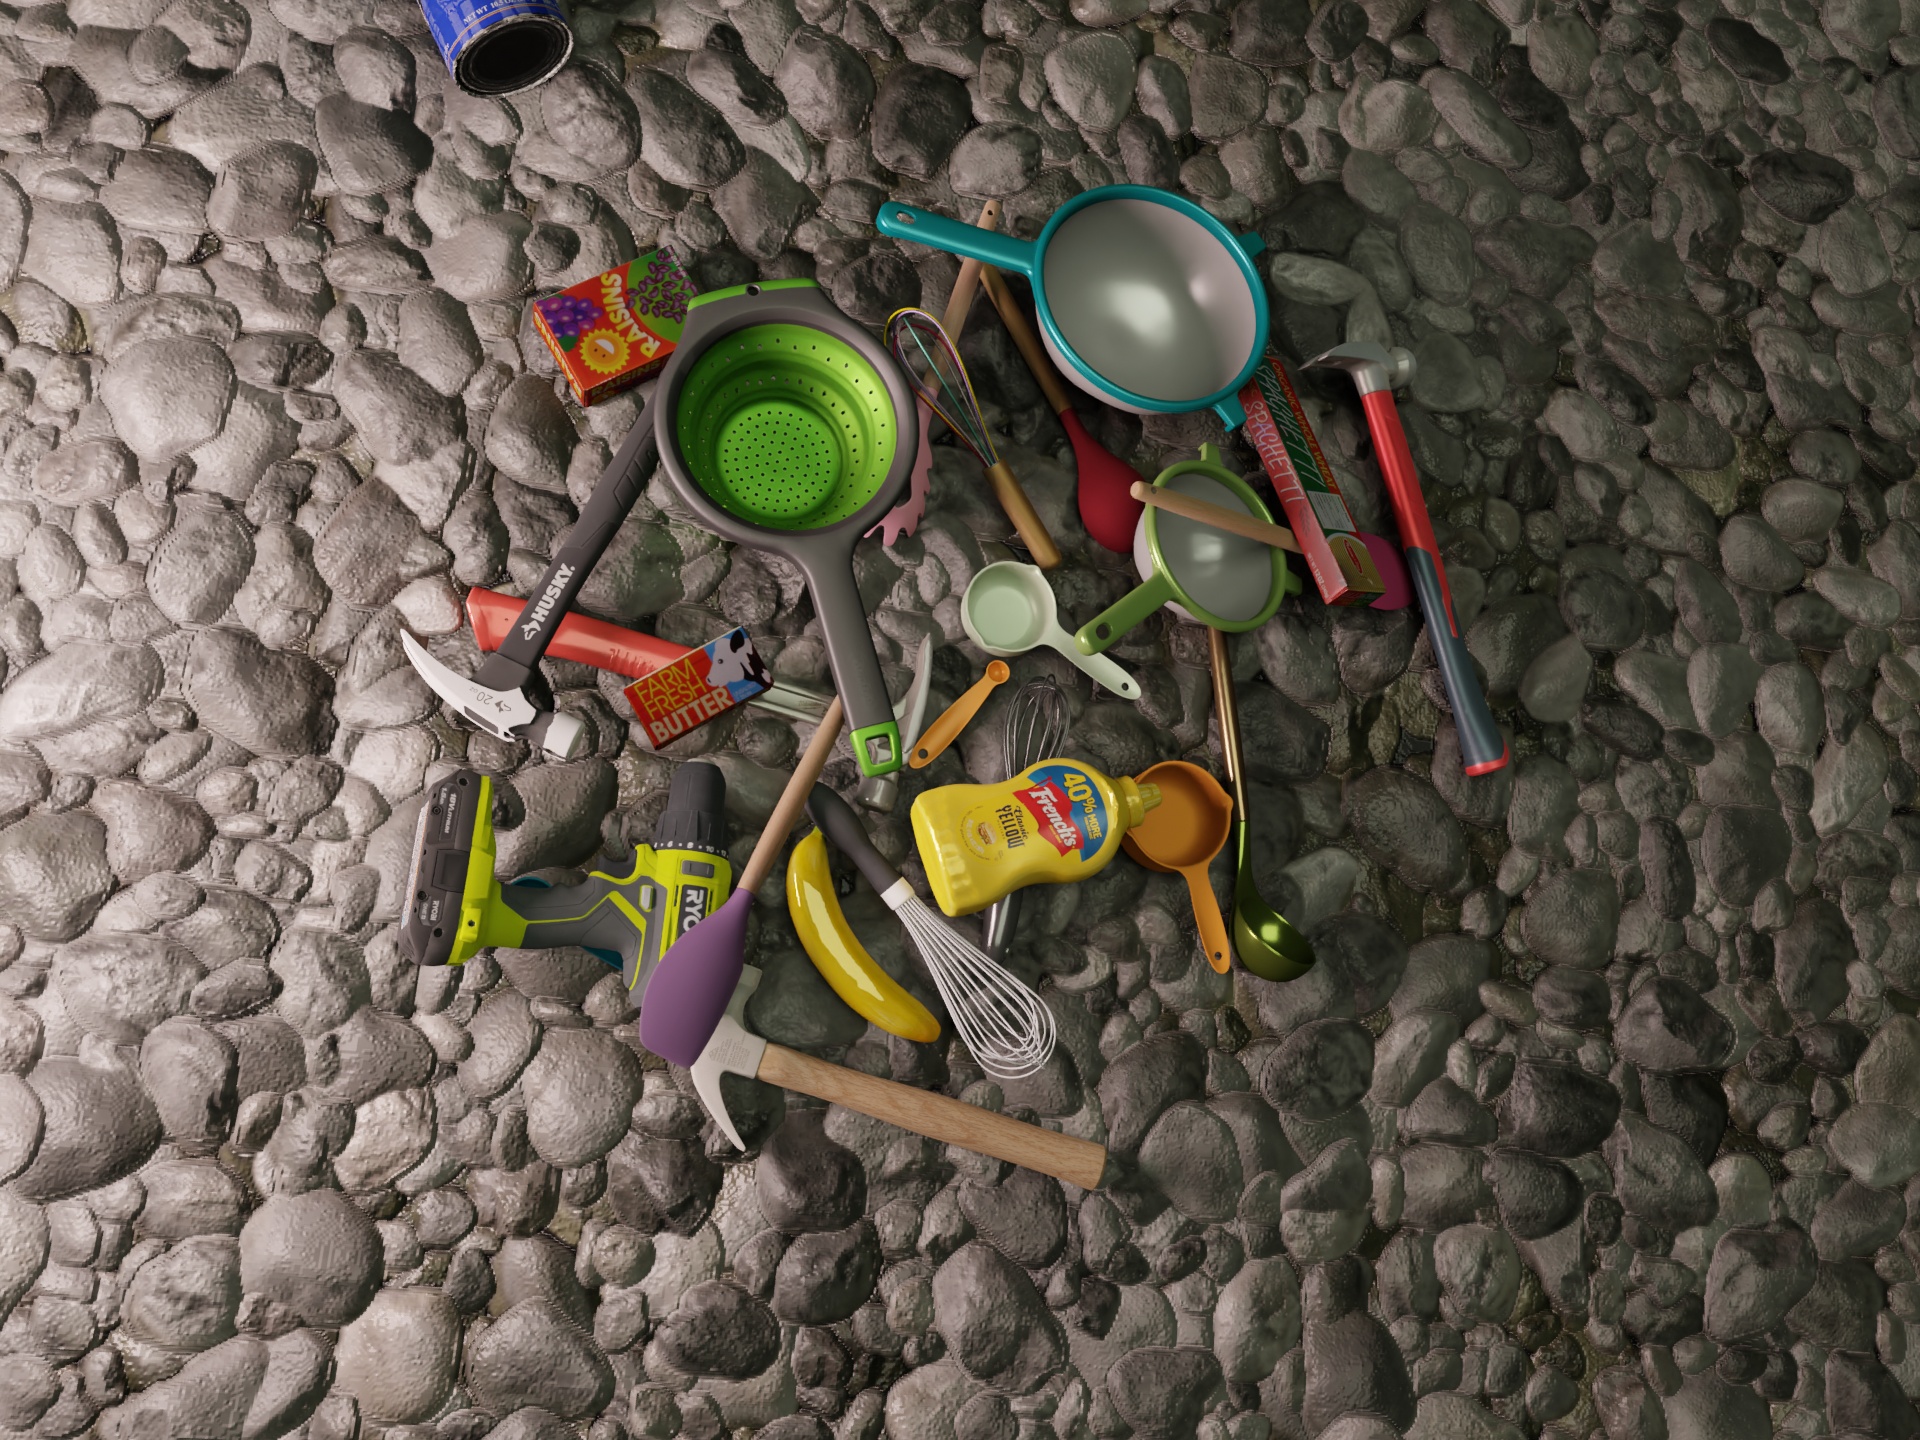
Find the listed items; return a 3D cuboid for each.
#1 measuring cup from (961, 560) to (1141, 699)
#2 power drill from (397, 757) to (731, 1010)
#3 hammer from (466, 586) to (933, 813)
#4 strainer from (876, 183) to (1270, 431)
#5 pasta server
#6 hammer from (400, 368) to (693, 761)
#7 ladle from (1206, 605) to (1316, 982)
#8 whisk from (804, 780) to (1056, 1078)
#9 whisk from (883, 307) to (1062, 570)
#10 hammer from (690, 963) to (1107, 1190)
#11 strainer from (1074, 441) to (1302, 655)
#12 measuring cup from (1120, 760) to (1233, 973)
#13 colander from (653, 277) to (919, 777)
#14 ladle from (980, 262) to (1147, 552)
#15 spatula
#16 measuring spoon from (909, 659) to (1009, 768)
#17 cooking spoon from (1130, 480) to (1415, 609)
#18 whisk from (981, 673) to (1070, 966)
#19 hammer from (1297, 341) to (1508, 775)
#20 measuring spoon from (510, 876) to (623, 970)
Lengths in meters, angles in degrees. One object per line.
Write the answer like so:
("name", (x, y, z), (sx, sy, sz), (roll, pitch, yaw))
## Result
("measuring cup", (0.074, -0.064, 1.308), (0.167, 0.038, 0.083), (34, 74, -6))
("power drill", (-0.277, 0.107, 1.159), (0.228, 0.080, 0.191), (12, 71, -23))
("hammer", (-0.203, -0.046, 1.241), (0.359, 0.036, 0.149), (17, 76, -9))
("strainer", (0.087, -0.353, 1.334), (0.340, 0.095, 0.211), (14, 70, -12))
("pasta server", (-0.020, -0.296, 1.331), (0.060, 0.040, 0.316), (20, 75, -8))
("hammer", (-0.289, -0.139, 1.213), (0.146, 0.035, 0.335), (25, 64, -4))
("ladle", (0.239, 0.055, 1.311), (0.078, 0.062, 0.320), (11, 69, -48))
("whisk", (-0.027, 0.157, 1.218), (0.070, 0.070, 0.284), (-40, 89, -17))
("whisk", (0.012, -0.227, 1.300), (0.047, 0.051, 0.244), (-35, 106, -7))
("hammer", (-0.045, 0.295, 1.210), (0.331, 0.031, 0.130), (20, 75, -8))
("strainer", (0.162, -0.110, 1.296), (0.256, 0.069, 0.151), (-37, 95, -36))
("measuring cup", (0.180, 0.120, 1.287), (0.095, 0.052, 0.174), (-14, 84, -15))
("colander", (-0.118, -0.143, 1.248), (0.204, 0.094, 0.397), (-14, 82, -15))
("ladle", (0.078, -0.286, 1.360), (0.069, 0.031, 0.315), (-27, 84, -18))
("spatula", (-0.149, 0.104, 1.176), (0.059, 0.018, 0.316), (33, 65, -15))
("measuring spoon", (-0.002, -0.004, 1.293), (0.021, 0.011, 0.117), (43, 77, -2))
("cooking spoon", (0.270, -0.152, 1.328), (0.318, 0.017, 0.069), (12, 71, -30))
("whisk", (0.048, 0.078, 1.269), (0.055, 0.055, 0.239), (13, 80, -10))
("hammer", (0.391, -0.139, 1.371), (0.143, 0.038, 0.386), (-11, 84, -44))
("measuring spoon", (-0.286, 0.161, 1.194), (0.128, 0.021, 0.042), (32, 65, -14))
